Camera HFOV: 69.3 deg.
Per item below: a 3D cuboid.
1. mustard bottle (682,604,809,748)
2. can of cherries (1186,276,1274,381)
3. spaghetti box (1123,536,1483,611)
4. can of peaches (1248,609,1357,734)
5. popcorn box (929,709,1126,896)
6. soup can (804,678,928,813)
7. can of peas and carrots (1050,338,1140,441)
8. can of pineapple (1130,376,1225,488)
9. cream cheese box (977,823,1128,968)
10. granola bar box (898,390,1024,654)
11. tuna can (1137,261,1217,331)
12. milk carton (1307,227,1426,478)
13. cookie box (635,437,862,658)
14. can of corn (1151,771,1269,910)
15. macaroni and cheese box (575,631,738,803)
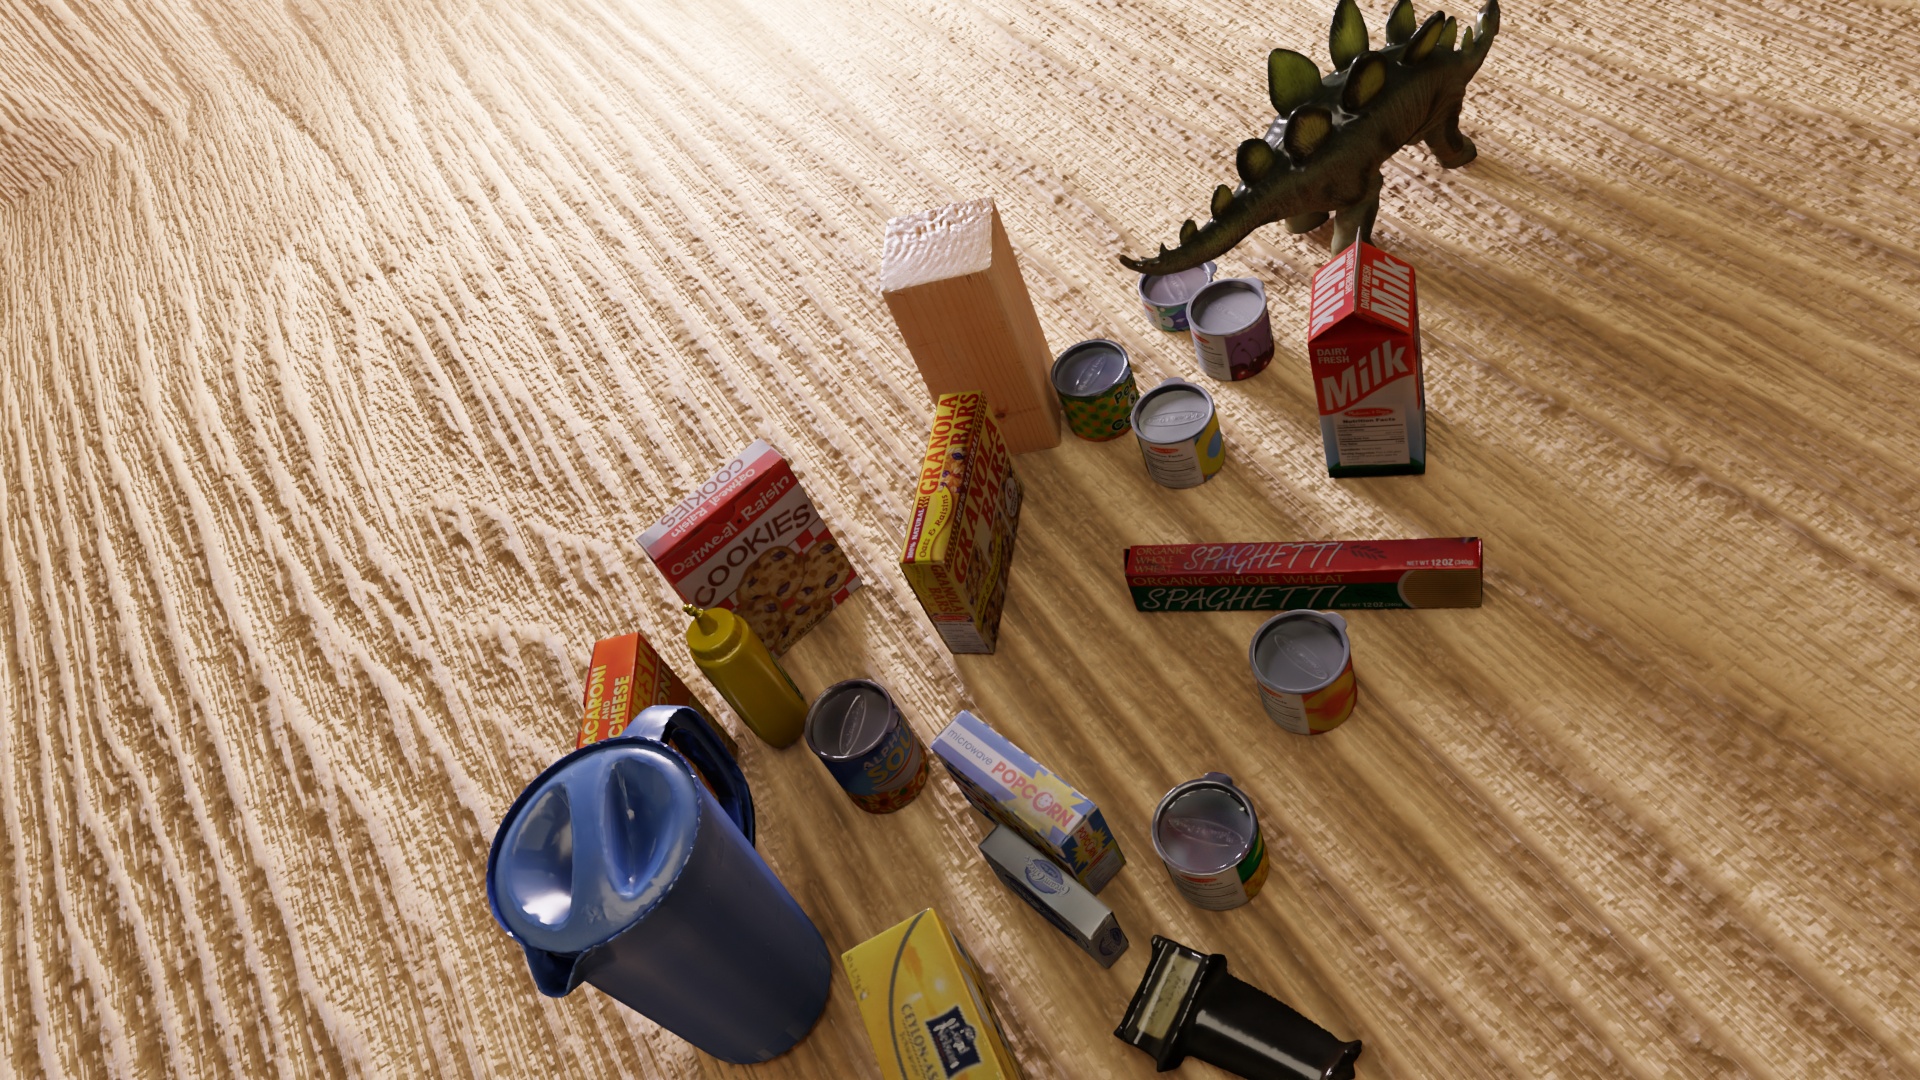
[{"bbox_3d":[-0.163,0.093,1.031,0.049,0.159,0.065,-38,49,-10],"label":"mustard bottle"},{"bbox_3d":[0.229,-0.177,1.161,0.071,0.058,0.072,-11,50,14],"label":"can of cherries"},{"bbox_3d":[0.242,0.025,0.997,0.250,0.050,0.029,-2,53,21],"label":"spaghetti box"},{"bbox_3d":[0.235,0.089,0.943,0.071,0.057,0.071,-11,50,14],"label":"can of peaches"},{"bbox_3d":[0.045,0.176,0.931,0.038,0.085,0.127,-45,51,-16],"label":"popcorn box"},{"bbox_3d":[-0.063,0.149,0.997,0.071,0.083,0.072,-11,50,14],"label":"soup can"},{"bbox_3d":[0.117,-0.125,1.164,0.071,0.058,0.071,-11,50,14],"label":"can of peas and carrots"},{"bbox_3d":[0.175,-0.085,1.108,0.071,0.057,0.071,-11,50,14],"label":"can of pineapple"},{"bbox_3d":[0.060,0.230,0.901,0.024,0.053,0.104,-45,51,-16],"label":"cream cheese box"},{"bbox_3d":[0.004,-0.013,1.074,0.039,0.123,0.166,-3,52,20],"label":"granola bar box"},{"bbox_3d":[0.195,-0.219,1.226,0.071,0.032,0.071,-11,50,13],"label":"tuna can"},{"bbox_3d":[0.296,-0.133,1.009,0.073,0.189,0.073,-2,53,21],"label":"milk carton"},{"bbox_3d":[-0.160,0.018,1.086,0.123,0.166,0.040,-42,50,-13],"label":"cookie box"},{"bbox_3d":[0.161,0.193,0.888,0.071,0.058,0.071,-11,50,14],"label":"can of corn"},{"bbox_3d":[-0.214,0.163,0.990,0.040,0.165,0.124,-14,49,12],"label":"macaroni and cheese box"}]
